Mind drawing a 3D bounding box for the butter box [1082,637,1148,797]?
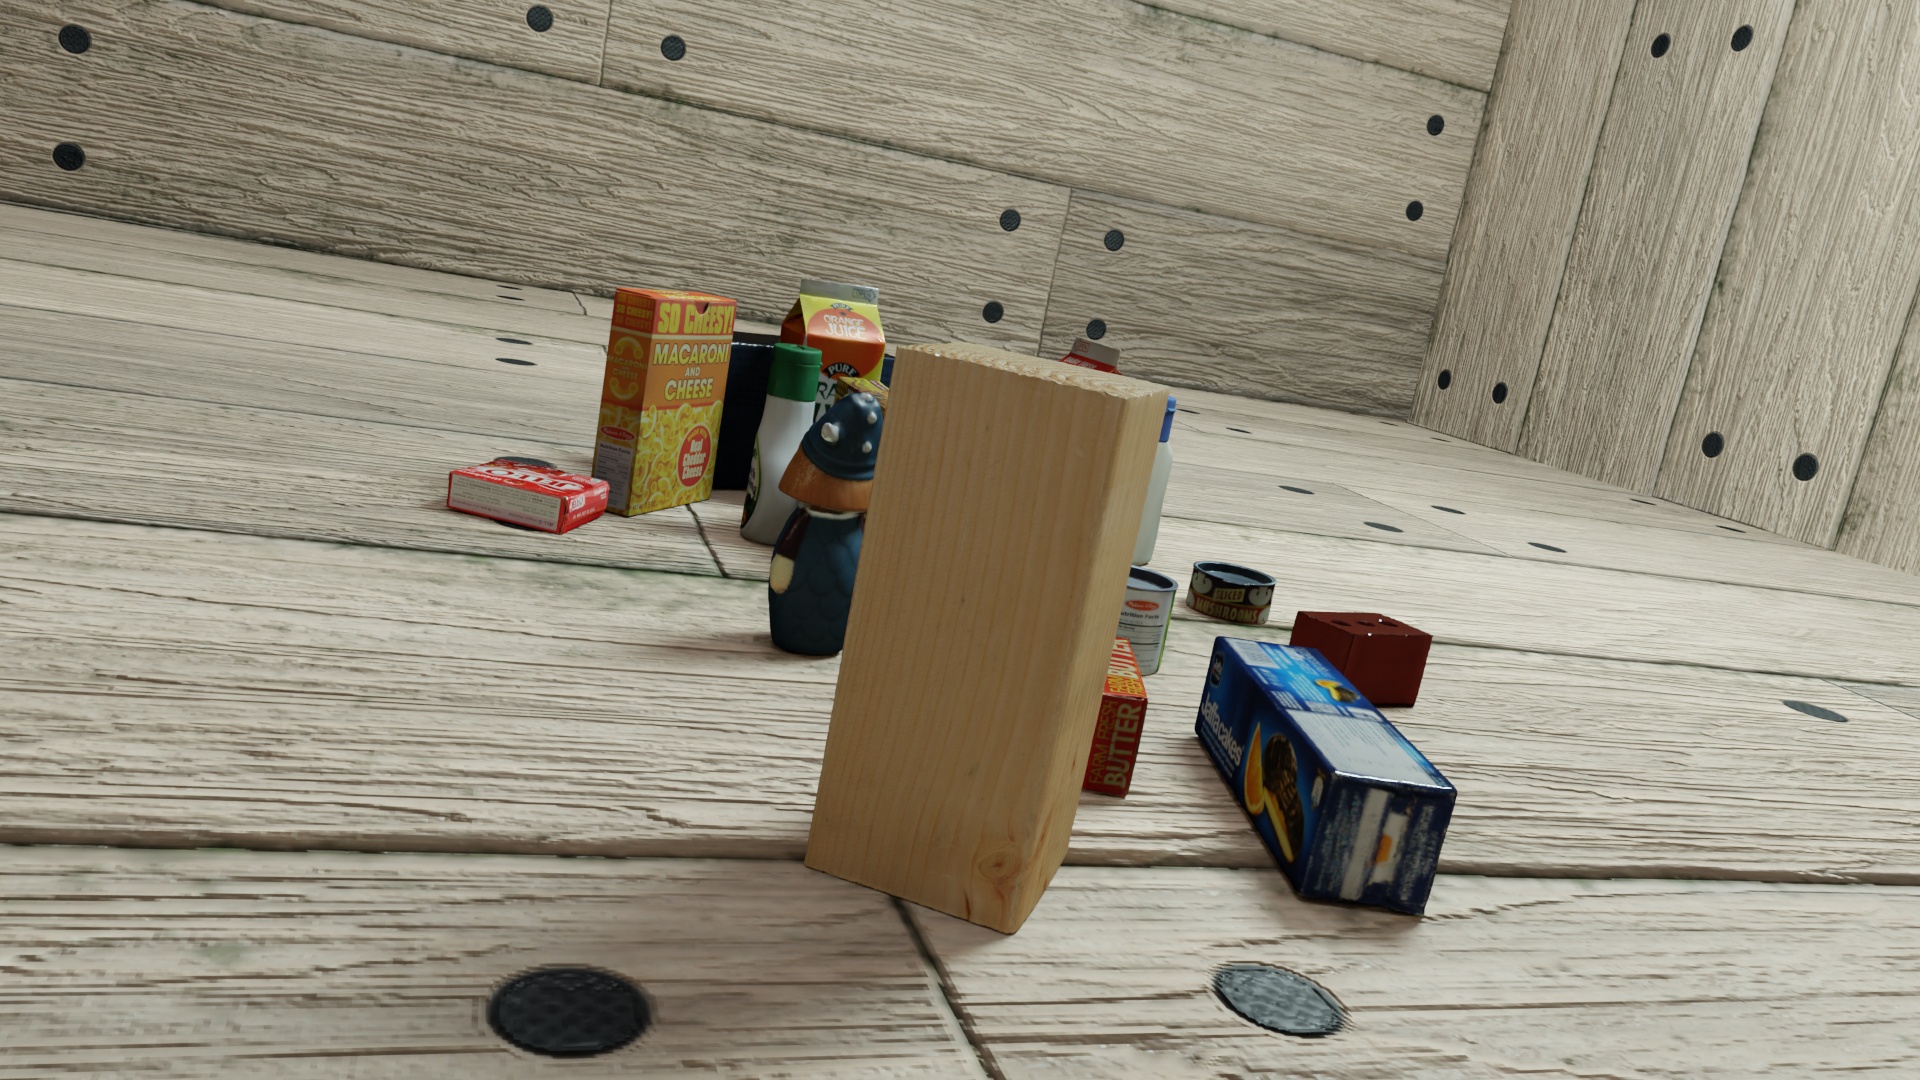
[{"bbox_3d":[0.075,0.087,0.713,0.024,0.053,0.104,10,12,-1],"label":"butter box"}]

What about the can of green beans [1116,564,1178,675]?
[{"bbox_3d":[0.103,0.049,0.898,0.071,0.057,0.071,10,12,-2],"label":"can of green beans"}]

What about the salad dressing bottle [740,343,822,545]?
[{"bbox_3d":[-0.133,-0.072,1.038,0.044,0.147,0.064,8,12,-11],"label":"salad dressing bottle"}]

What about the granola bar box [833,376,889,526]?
[{"bbox_3d":[-0.067,-0.050,1.047,0.039,0.124,0.166,6,13,-20],"label":"granola bar box"}]

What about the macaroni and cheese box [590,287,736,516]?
[{"bbox_3d":[-0.229,-0.109,1.081,0.040,0.166,0.124,14,12,17],"label":"macaroni and cheese box"}]

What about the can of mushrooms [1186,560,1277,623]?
[{"bbox_3d":[0.212,0.041,1.088,0.071,0.033,0.071,10,12,-2],"label":"can of mushrooms"}]

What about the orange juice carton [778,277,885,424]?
[{"bbox_3d":[-0.117,-0.122,1.175,0.072,0.192,0.073,5,13,-26],"label":"orange juice carton"}]

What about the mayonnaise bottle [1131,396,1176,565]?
[{"bbox_3d":[0.153,-0.053,1.195,0.041,0.147,0.065,20,15,37],"label":"mayonnaise bottle"}]

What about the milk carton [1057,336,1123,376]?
[{"bbox_3d":[0.083,-0.054,1.037,0.073,0.190,0.072,5,13,-26],"label":"milk carton"}]
